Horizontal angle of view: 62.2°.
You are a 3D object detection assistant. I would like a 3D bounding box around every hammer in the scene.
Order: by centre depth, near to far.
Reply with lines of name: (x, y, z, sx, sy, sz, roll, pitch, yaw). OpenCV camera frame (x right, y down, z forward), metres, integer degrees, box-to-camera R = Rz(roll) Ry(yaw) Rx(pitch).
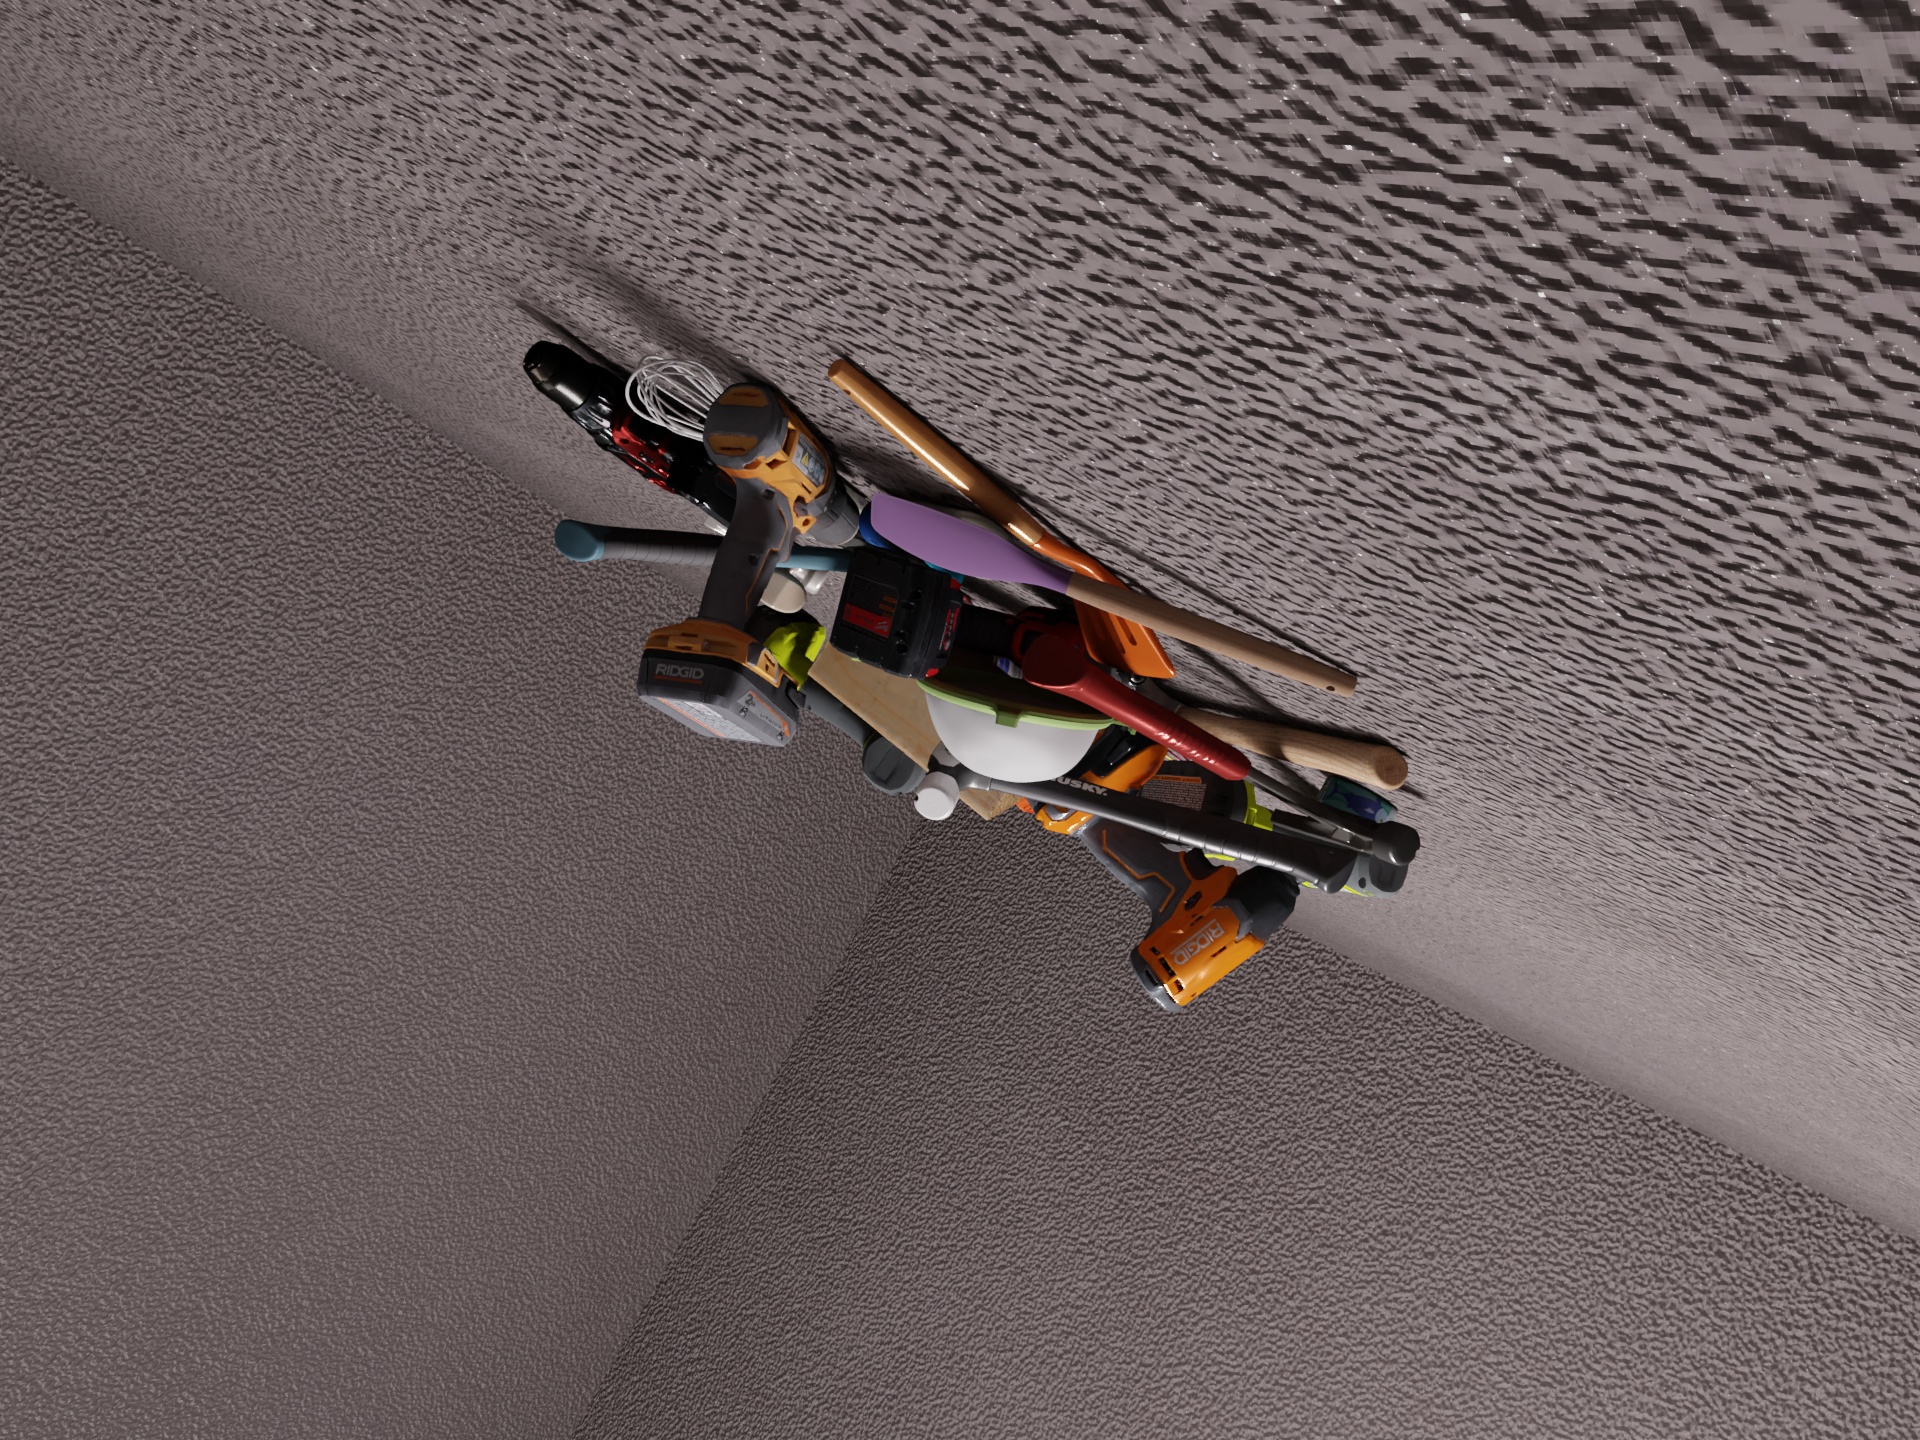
hammer: (0.179, 0.022, 1.171, 0.358, 0.037, 0.149, 27, 176, -34)
hammer: (0.141, 0.069, 1.236, 0.335, 0.035, 0.146, 15, -150, 9)
hammer: (0.233, 0.012, 1.241, 0.130, 0.031, 0.331, 31, 175, -22)
hammer: (-0.179, -0.140, 1.328, 0.330, 0.033, 0.128, 0, -159, -42)
hammer: (-0.194, -0.158, 1.576, 0.146, 0.038, 0.411, 31, -174, -11)

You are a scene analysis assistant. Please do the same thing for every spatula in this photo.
spatula: (0.091, -0.074, 0.978, 0.316, 0.018, 0.059, 20, 153, 7)
spatula: (0.028, -0.120, 0.993, 0.322, 0.041, 0.081, 35, 168, -39)

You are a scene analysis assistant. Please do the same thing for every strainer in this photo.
strainer: (-0.002, -0.004, 1.226, 0.151, 0.069, 0.256, 3, -169, -46)

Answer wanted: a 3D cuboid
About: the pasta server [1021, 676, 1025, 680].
pasta server: (0.108, -0.034, 1.348, 0.060, 0.040, 0.316, 39, 164, -6)

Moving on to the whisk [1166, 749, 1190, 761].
whisk: (0.133, -0.018, 1.487, 0.245, 0.051, 0.047, 33, -179, -5)

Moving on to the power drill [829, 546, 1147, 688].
power drill: (0.028, -0.062, 1.172, 0.219, 0.078, 0.143, 10, -172, -34)

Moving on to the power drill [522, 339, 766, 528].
power drill: (-0.239, -0.229, 1.284, 0.227, 0.080, 0.187, 30, 177, 45)

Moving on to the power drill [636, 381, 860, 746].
power drill: (-0.137, -0.099, 1.127, 0.084, 0.226, 0.185, 7, 166, 21)

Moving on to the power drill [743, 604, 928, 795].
power drill: (-0.104, -0.017, 1.506, 0.223, 0.080, 0.171, 36, -166, 11)

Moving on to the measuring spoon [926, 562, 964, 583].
measuring spoon: (-0.045, -0.154, 1.283, 0.129, 0.021, 0.042, 38, 178, 13)

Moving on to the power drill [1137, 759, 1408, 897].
power drill: (0.269, 0.104, 1.462, 0.228, 0.080, 0.191, 20, 171, -29)

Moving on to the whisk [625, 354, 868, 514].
whisk: (-0.151, -0.203, 1.185, 0.246, 0.059, 0.058, 28, -144, -48)

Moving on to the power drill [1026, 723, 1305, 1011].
power drill: (0.172, 0.103, 1.317, 0.227, 0.164, 0.084, 56, -163, 18)
